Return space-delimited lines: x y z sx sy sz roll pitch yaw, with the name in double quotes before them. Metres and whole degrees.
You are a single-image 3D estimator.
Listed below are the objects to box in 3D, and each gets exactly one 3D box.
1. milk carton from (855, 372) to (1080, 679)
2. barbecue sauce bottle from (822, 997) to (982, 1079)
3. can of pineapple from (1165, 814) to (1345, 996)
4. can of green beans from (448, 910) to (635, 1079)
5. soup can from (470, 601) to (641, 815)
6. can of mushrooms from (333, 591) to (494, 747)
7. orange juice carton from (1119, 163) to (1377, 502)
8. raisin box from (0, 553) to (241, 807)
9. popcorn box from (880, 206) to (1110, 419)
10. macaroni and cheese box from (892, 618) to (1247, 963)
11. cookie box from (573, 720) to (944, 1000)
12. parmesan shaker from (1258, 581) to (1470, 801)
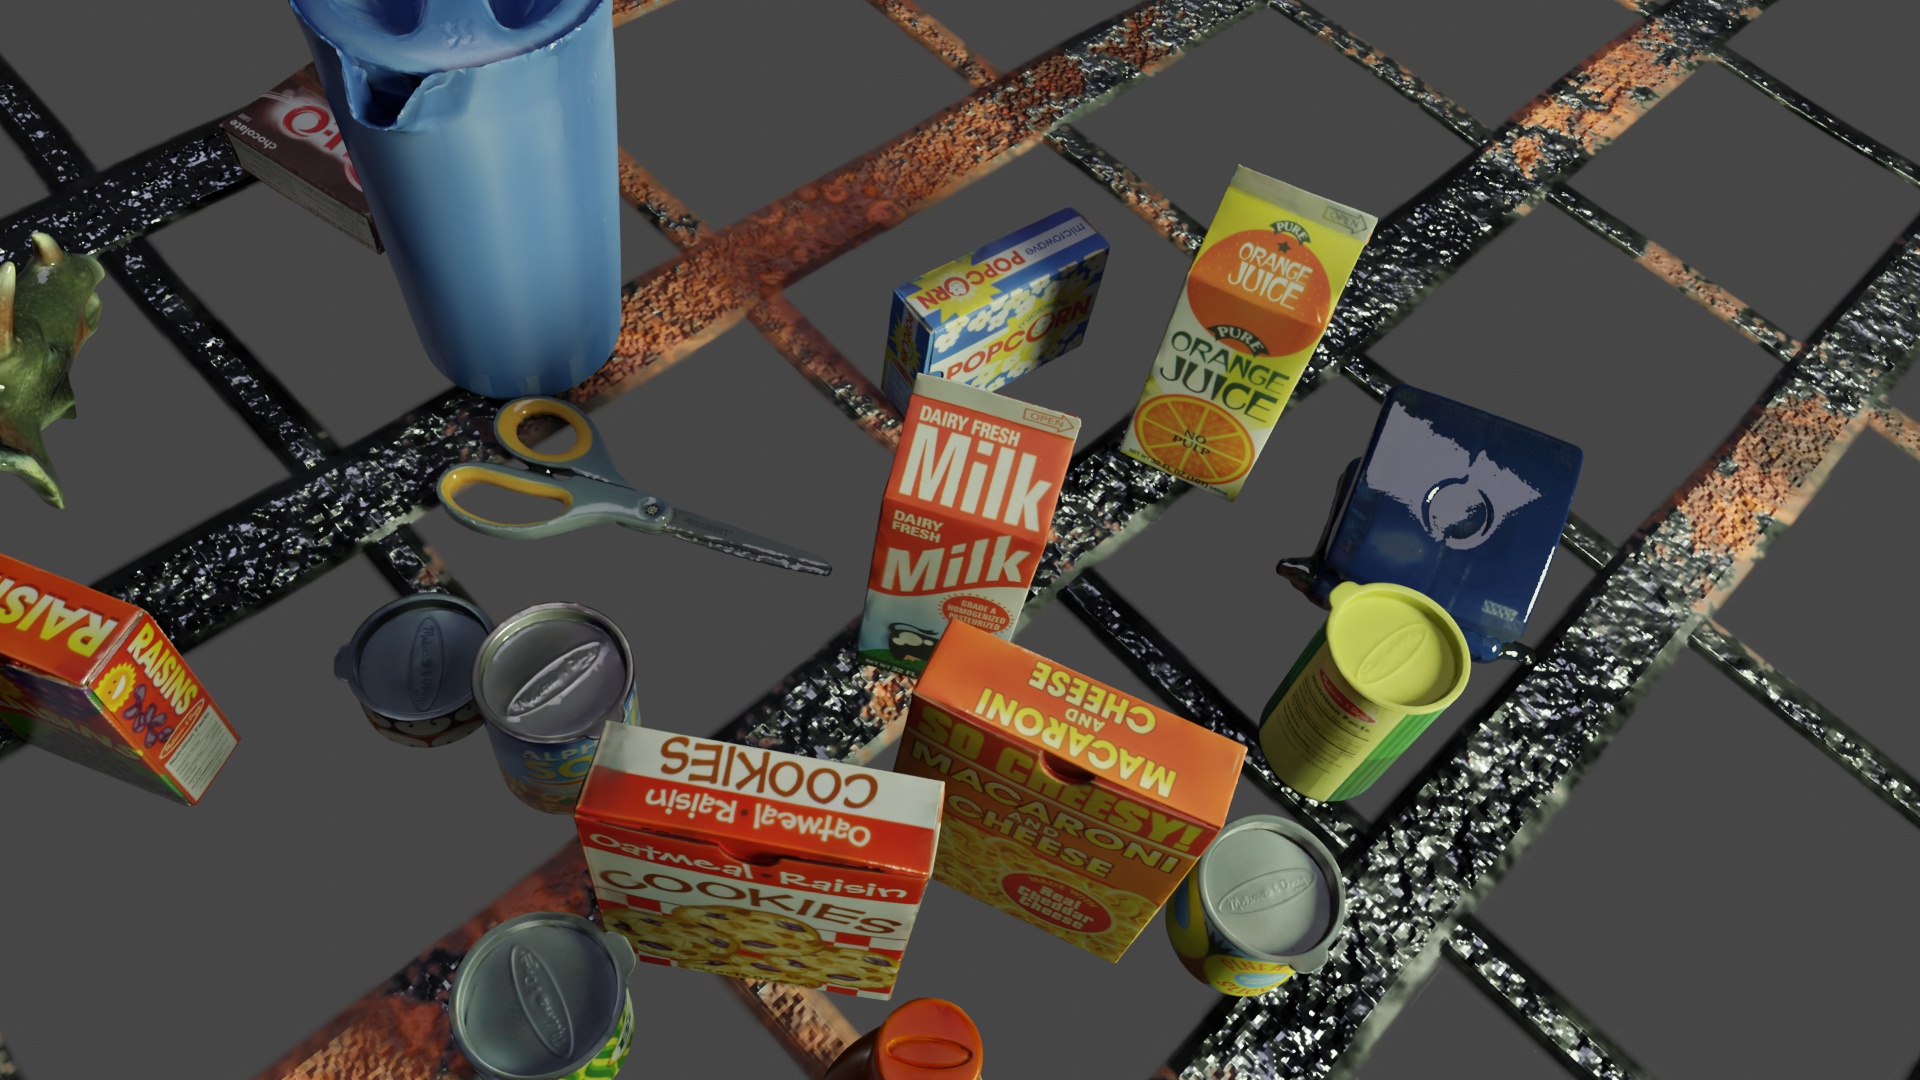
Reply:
"milk carton" 0.002 -0.008 0.633 0.072 0.189 0.074 15 57 1
"barbecue sauce bottle" -0.020 0.206 0.516 0.065 0.147 0.044 8 57 -4
"can of pineapple" 0.130 0.165 0.620 0.071 0.057 0.071 4 57 -6
"can of green beans" -0.166 0.190 0.557 0.071 0.057 0.071 4 57 -6
"soup can" -0.174 0.078 0.613 0.071 0.083 0.072 4 57 -6
"can of mushrooms" -0.248 0.060 0.642 0.071 0.033 0.071 4 57 -6
"orange juice carton" 0.148 -0.111 0.722 0.072 0.191 0.073 25 57 7
"raisin box" -0.363 0.058 0.572 0.086 0.122 0.040 21 57 5
"popcorn box" 0.019 -0.124 0.774 0.127 0.084 0.038 -30 67 -25
"macaroni and cheese box" 0.033 0.111 0.575 0.124 0.165 0.040 23 57 6
"cookie box" -0.078 0.132 0.543 0.123 0.166 0.040 10 57 -2
"parmesan shaker" 0.187 0.072 0.663 0.071 0.102 0.071 4 57 -6
